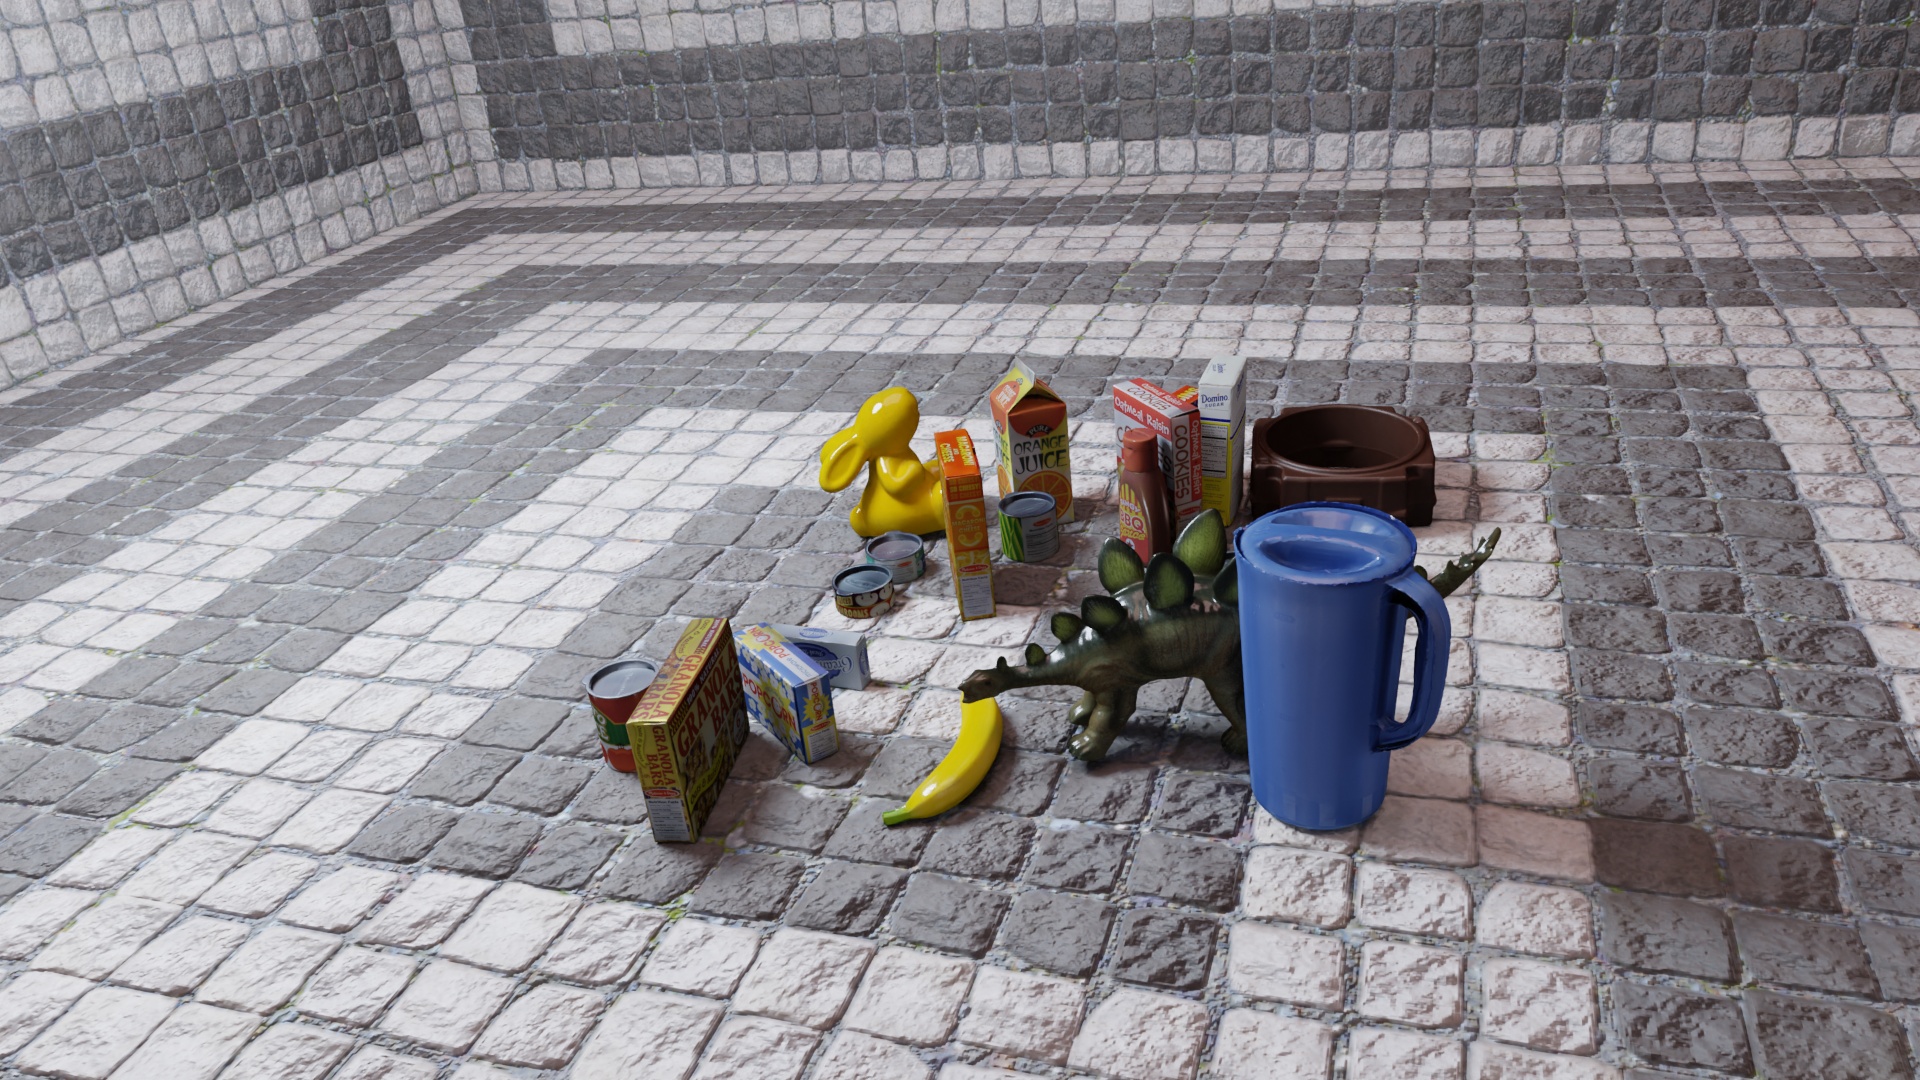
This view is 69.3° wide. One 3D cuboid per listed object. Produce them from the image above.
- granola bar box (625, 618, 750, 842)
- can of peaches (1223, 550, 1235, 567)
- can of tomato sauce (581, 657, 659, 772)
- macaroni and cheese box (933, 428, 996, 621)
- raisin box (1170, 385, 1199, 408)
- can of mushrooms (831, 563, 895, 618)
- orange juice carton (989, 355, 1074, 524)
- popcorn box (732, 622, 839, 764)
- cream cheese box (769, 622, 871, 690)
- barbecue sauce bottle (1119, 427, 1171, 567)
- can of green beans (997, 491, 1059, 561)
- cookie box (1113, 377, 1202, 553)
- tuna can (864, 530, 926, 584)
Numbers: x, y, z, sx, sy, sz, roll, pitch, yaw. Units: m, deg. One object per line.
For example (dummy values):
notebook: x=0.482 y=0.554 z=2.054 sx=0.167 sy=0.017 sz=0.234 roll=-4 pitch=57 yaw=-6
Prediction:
granola bar box: x=-0.231 y=0.161 z=1.205 sx=0.039 sy=0.123 sz=0.166 roll=-1 pitch=27 yaw=10
can of peaches: x=0.276 y=0.051 z=1.388 sx=0.071 sy=0.057 sz=0.071 roll=-5 pitch=27 yaw=3
can of tomato sauce: x=-0.302 y=0.160 z=1.269 sx=0.071 sy=0.082 sz=0.071 roll=-5 pitch=27 yaw=3
macaroni and cheese box: x=0.005 y=-0.018 z=1.462 sx=0.040 sy=0.165 sz=0.124 roll=-8 pitch=27 yaw=-3
raisin box: x=0.258 y=-0.110 z=1.635 sx=0.040 sy=0.122 sz=0.086 roll=18 pitch=36 yaw=40
can of mushrooms: x=-0.105 y=0.055 z=1.488 sx=0.071 sy=0.033 sz=0.071 roll=-5 pitch=27 yaw=3
orange juice carton: x=0.081 y=-0.114 z=1.604 sx=0.073 sy=0.191 sz=0.072 roll=-12 pitch=27 yaw=-11
popcorn box: x=-0.161 y=0.139 z=1.278 sx=0.038 sy=0.084 sz=0.127 roll=-22 pitch=31 yaw=-28
cream cheese box: x=-0.140 y=0.113 z=1.358 sx=0.104 sy=0.053 sz=0.024 roll=5 pitch=29 yaw=21
barbecue sauce bottle: x=0.197 y=-0.047 z=1.498 sx=0.044 sy=0.147 sz=0.065 roll=-20 pitch=29 yaw=-25
can of green beans: x=0.077 y=-0.016 z=1.562 sx=0.071 sy=0.057 sz=0.071 roll=-5 pitch=27 yaw=3
cookie box: x=0.220 y=-0.084 z=1.544 sx=0.040 sy=0.166 sz=0.123 roll=-17 pitch=28 yaw=-20
tuna can: x=-0.073 y=0.019 z=1.553 sx=0.071 sy=0.032 sz=0.071 roll=-5 pitch=27 yaw=3
